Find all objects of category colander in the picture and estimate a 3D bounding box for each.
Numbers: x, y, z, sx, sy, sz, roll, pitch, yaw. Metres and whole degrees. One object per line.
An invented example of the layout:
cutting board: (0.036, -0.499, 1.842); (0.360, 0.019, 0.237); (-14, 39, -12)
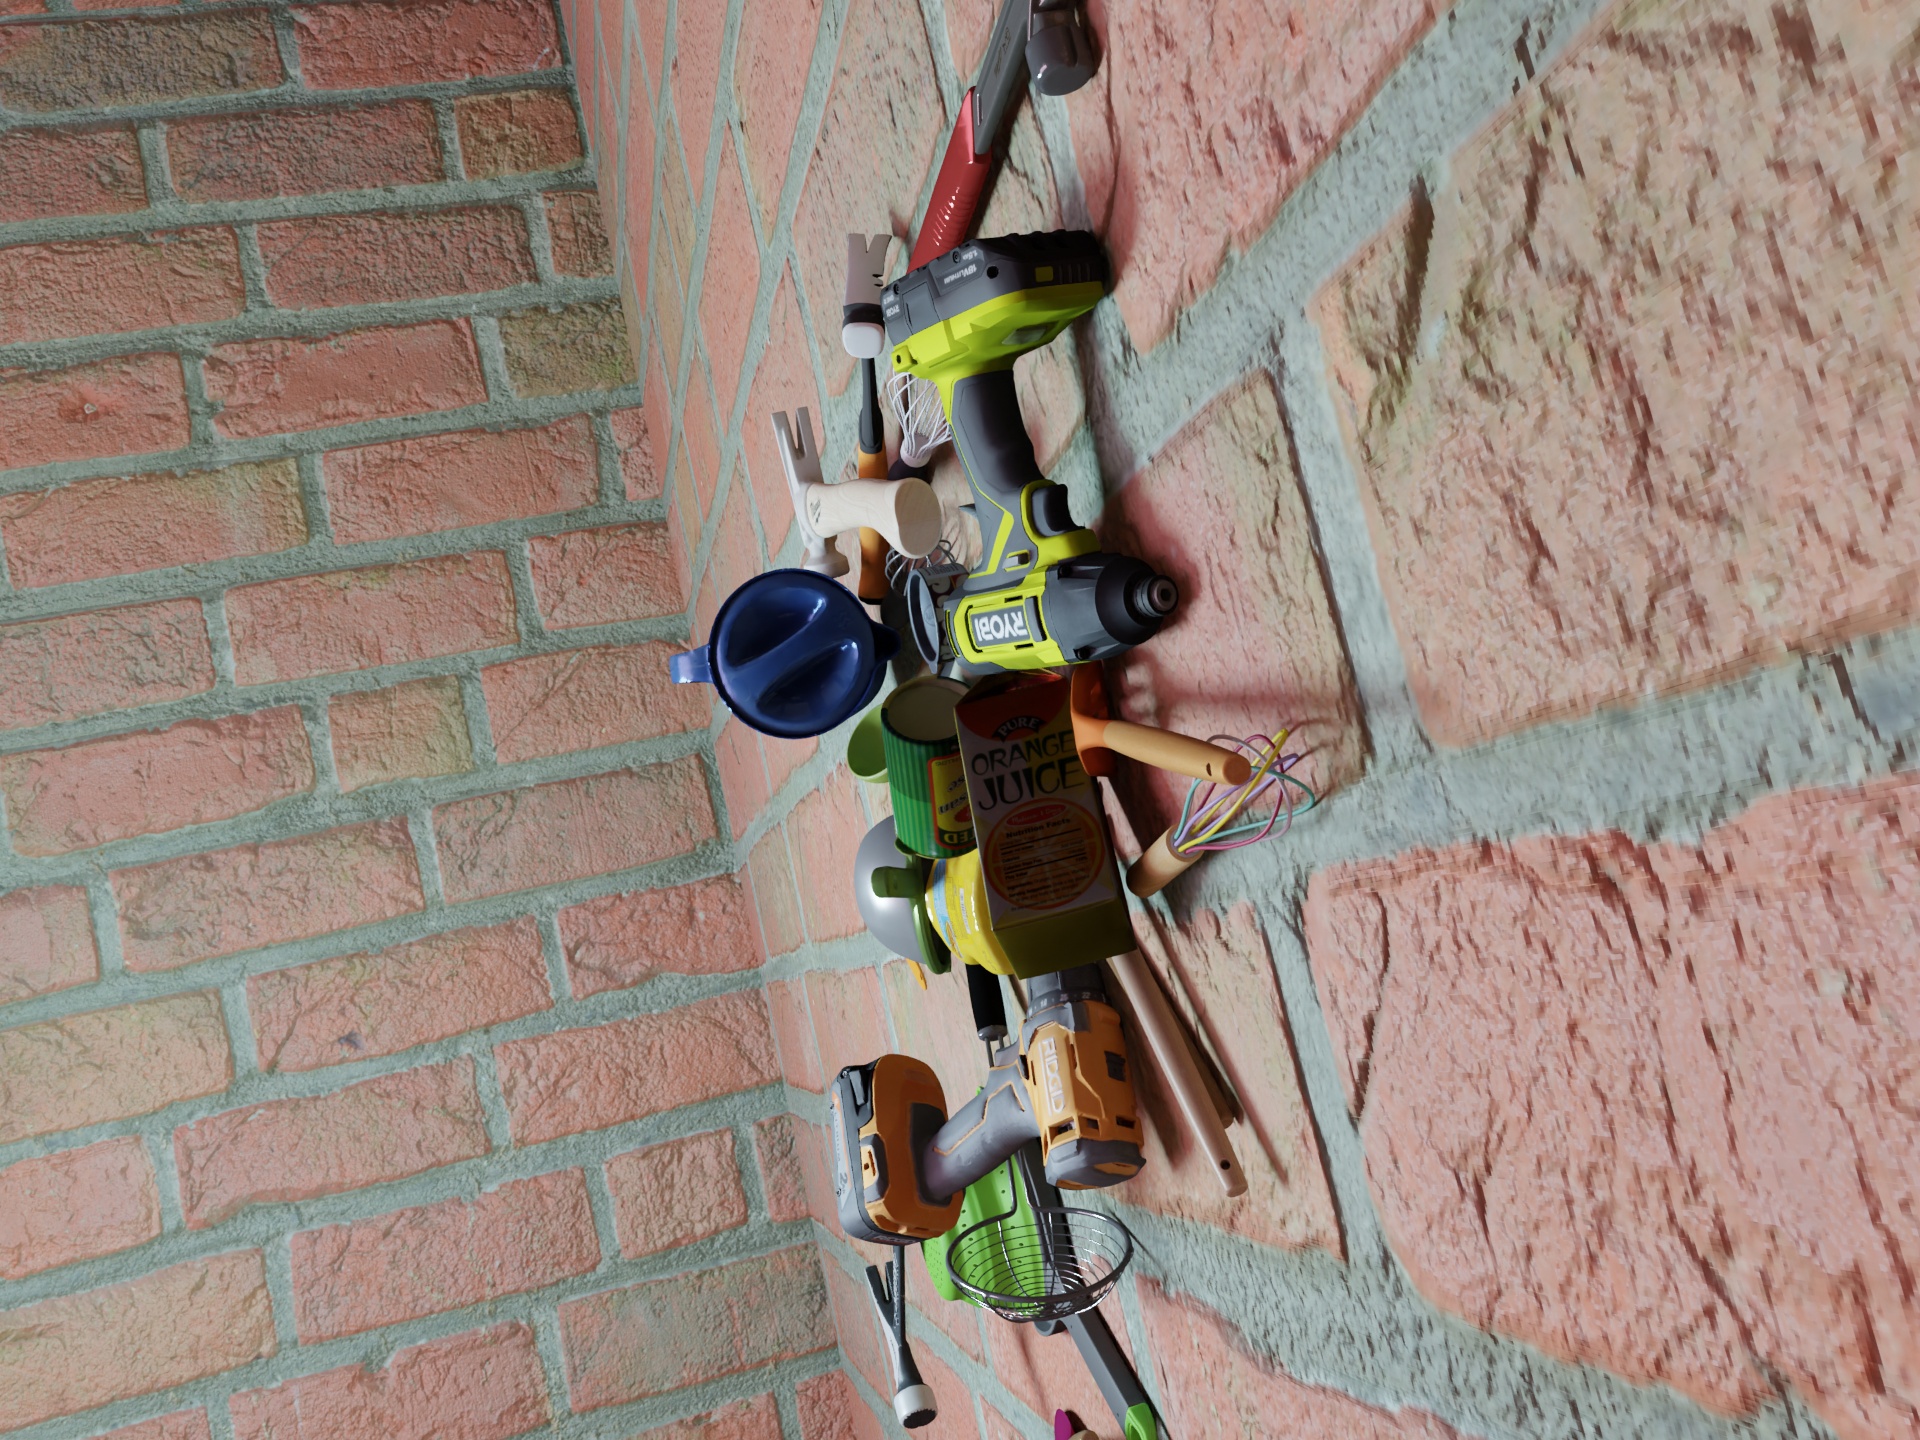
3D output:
colander: (0.040, 0.445, 1.254); (0.397, 0.094, 0.204); (-131, 34, -63)

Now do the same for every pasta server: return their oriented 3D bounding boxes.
pasta server: (0.093, 0.130, 0.921); (0.040, 0.060, 0.317); (62, -177, -50)

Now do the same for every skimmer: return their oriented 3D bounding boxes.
skimmer: (0.034, 0.268, 1.168); (0.090, 0.127, 0.364); (88, 173, -48)

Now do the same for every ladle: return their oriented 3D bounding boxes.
ladle: (-0.041, -0.036, 1.294); (0.320, 0.062, 0.078); (115, 167, -61)

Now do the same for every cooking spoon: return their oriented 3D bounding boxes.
cooking spoon: (0.089, 0.567, 1.238); (0.318, 0.017, 0.069); (90, 162, -64)

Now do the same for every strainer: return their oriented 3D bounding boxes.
strainer: (-0.061, 0.135, 1.287); (0.256, 0.069, 0.151); (34, -131, -78)

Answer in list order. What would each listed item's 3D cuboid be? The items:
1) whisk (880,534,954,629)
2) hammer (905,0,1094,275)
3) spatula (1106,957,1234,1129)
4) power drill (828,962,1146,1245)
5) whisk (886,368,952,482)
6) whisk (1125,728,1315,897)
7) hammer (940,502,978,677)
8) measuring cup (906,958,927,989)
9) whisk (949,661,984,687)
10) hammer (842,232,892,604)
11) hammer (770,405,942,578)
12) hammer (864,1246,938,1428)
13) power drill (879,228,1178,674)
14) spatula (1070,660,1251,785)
whisk: (-0.041, -0.107, 1.271); (0.239, 0.055, 0.055); (129, 128, -77)
hammer: (0.001, -0.342, 0.954); (0.359, 0.036, 0.149); (127, 131, -70)
spatula: (0.081, 0.131, 0.979); (0.082, 0.044, 0.318); (-62, 34, 23)
power drill: (0.015, 0.236, 1.055); (0.226, 0.084, 0.186); (-32, 51, 33)
whisk: (-0.029, -0.202, 1.127); (0.284, 0.070, 0.070); (135, 123, -78)
whisk: (0.122, 0.054, 0.797); (0.245, 0.051, 0.047); (112, 165, -71)
hammer: (0.011, -0.050, 1.130); (0.331, 0.033, 0.128); (118, 138, -67)
measuring cup: (-0.039, 0.173, 1.444); (0.174, 0.052, 0.095); (-118, 23, -44)
whisk: (-0.002, -0.003, 1.069); (0.246, 0.059, 0.058); (109, 151, -54)
hammer: (-0.072, -0.222, 1.281); (0.336, 0.034, 0.127); (92, 179, -51)
hammer: (-0.081, -0.168, 1.168); (0.411, 0.038, 0.146); (-154, 50, -74)
hammer: (-0.052, 0.426, 1.333); (0.149, 0.036, 0.408); (-114, 19, -48)
power drill: (0.039, -0.140, 0.857); (0.171, 0.080, 0.223); (-5, 99, 57)
spatula: (0.092, 0.007, 0.779); (0.323, 0.041, 0.081); (-156, 56, -80)
